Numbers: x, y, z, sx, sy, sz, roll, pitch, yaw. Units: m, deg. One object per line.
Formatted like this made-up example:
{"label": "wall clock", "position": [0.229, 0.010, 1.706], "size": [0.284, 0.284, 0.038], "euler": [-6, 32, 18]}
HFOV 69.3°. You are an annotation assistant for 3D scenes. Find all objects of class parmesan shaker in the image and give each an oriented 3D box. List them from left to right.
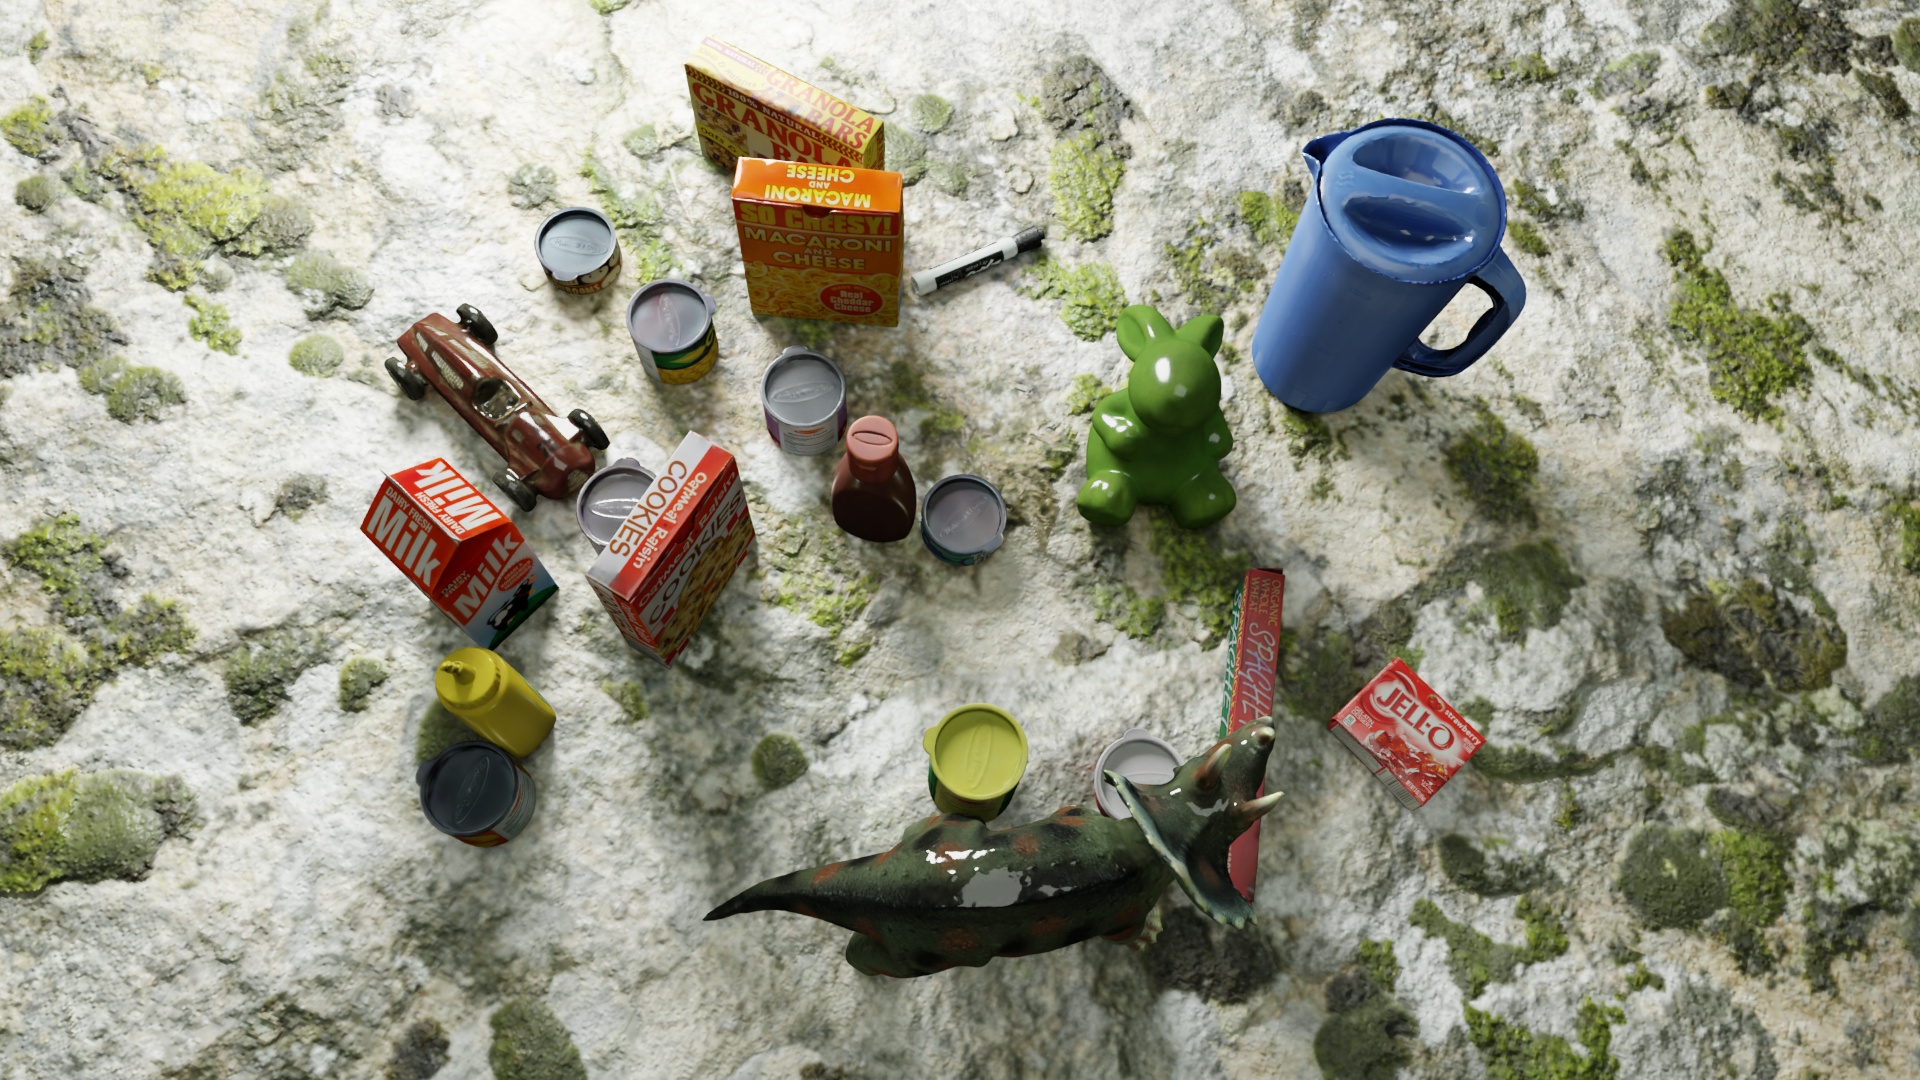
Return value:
{"label": "parmesan shaker", "position": [0.008, 0.157, 0.974], "size": [0.071, 0.102, 0.071], "euler": [1, 70, -2]}

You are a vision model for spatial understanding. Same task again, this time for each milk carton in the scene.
{"label": "milk carton", "position": [-0.349, 0.008, 0.965], "size": [0.072, 0.190, 0.073], "euler": [40, 73, 11]}

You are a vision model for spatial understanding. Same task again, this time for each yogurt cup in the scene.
{"label": "yogurt cup", "position": [0.127, 0.178, 0.998], "size": [0.072, 0.053, 0.072], "euler": [1, 69, -3]}

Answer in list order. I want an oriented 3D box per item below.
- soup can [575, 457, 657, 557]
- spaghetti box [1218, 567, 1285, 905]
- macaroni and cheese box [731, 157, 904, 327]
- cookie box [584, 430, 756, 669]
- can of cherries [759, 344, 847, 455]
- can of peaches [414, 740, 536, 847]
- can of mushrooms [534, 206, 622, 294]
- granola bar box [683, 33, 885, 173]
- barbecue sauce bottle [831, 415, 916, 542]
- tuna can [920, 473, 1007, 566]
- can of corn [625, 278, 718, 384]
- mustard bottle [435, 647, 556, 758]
{"label": "soup can", "position": [-0.244, -0.013, 1.036], "size": [0.071, 0.083, 0.071], "euler": [1, 69, -3]}
{"label": "spaghetti box", "position": [0.208, 0.141, 1.018], "size": [0.029, 0.050, 0.251], "euler": [10, 69, 1]}
{"label": "macaroni and cheese box", "position": [-0.107, -0.227, 1.080], "size": [0.124, 0.166, 0.040], "euler": [5, 70, -1]}
{"label": "cookie box", "position": [-0.199, 0.011, 0.984], "size": [0.040, 0.167, 0.123], "euler": [29, 71, 8]}
{"label": "can of cherries", "position": [-0.122, -0.110, 1.092], "size": [0.071, 0.058, 0.072], "euler": [1, 69, -3]}
{"label": "can of peaches", "position": [-0.338, 0.177, 0.972], "size": [0.071, 0.058, 0.071], "euler": [1, 69, -3]}
{"label": "can of mushrooms", "position": [-0.315, -0.237, 1.144], "size": [0.071, 0.033, 0.071], "euler": [1, 69, -3]}
{"label": "granola bar box", "position": [-0.140, -0.329, 1.140], "size": [0.166, 0.123, 0.039], "euler": [29, 71, 8]}
{"label": "barbecue sauce bottle", "position": [-0.064, -0.044, 1.022], "size": [0.065, 0.148, 0.044], "euler": [11, 70, 1]}
{"label": "tuna can", "position": [0.004, -0.013, 1.076], "size": [0.071, 0.032, 0.071], "euler": [1, 69, -3]}
{"label": "can of corn", "position": [-0.226, -0.166, 1.109], "size": [0.071, 0.058, 0.071], "euler": [1, 69, -3]}
{"label": "mustard bottle", "position": [-0.322, 0.105, 0.946], "size": [0.065, 0.159, 0.049], "euler": [34, 72, 10]}
